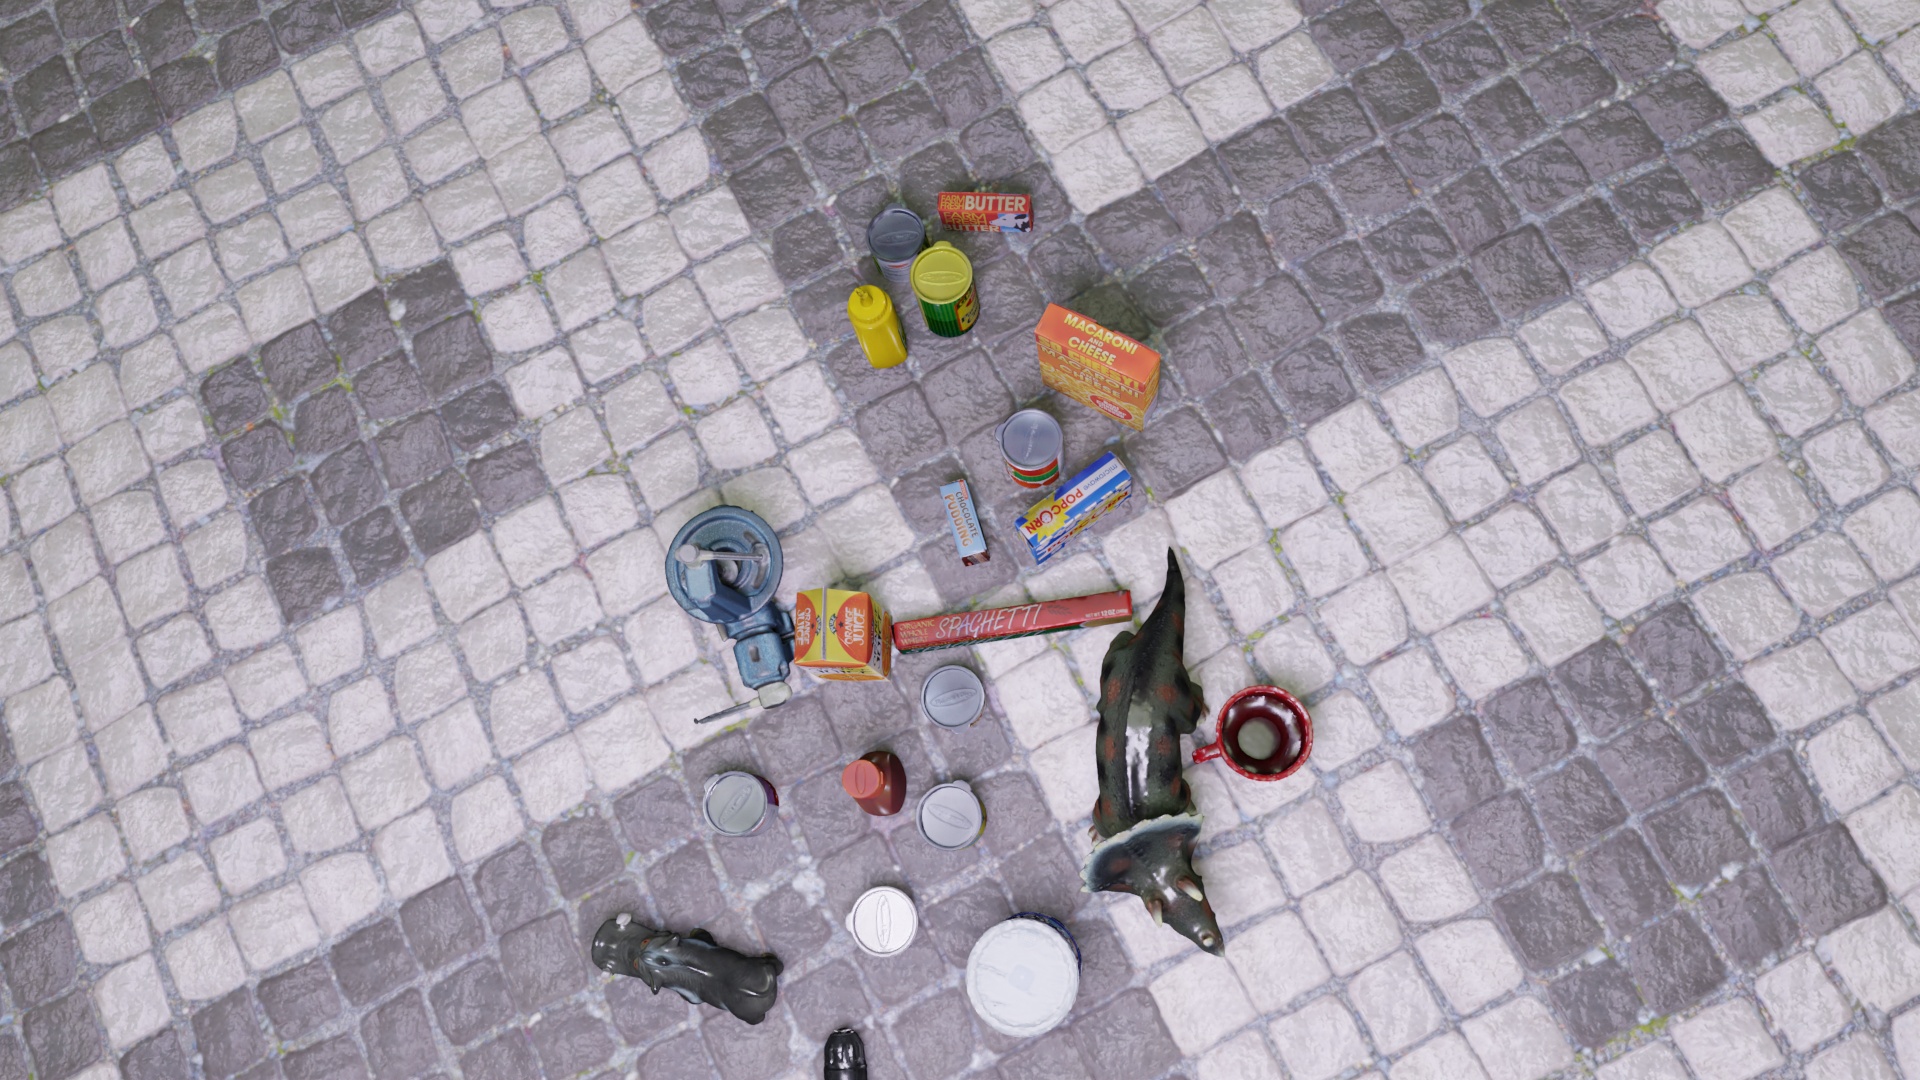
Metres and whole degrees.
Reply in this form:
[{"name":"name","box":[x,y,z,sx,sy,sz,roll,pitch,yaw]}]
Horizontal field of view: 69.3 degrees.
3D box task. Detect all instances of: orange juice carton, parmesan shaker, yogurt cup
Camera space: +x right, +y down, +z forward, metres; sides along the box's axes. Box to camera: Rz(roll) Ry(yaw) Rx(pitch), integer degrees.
[{"name":"orange juice carton","box":[-0.118,0.095,1.382,0.073,0.192,0.072,0,78,6]},{"name":"parmesan shaker","box":[-0.015,-0.270,1.500,0.071,0.103,0.071,-1,78,6]},{"name":"yogurt cup","box":[-0.073,0.379,1.383,0.072,0.054,0.072,-1,77,6]}]

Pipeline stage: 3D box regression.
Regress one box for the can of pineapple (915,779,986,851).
[{"name":"can of pineapple","box":[-0.007,0.277,1.397,0.071,0.057,0.071,-1,77,6]}]

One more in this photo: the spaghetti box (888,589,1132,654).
[{"name":"spaghetti box","box":[0.053,0.085,1.439,0.250,0.050,0.029,-9,77,4]}]

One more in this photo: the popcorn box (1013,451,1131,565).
[{"name":"popcorn box","box":[0.118,-0.032,1.441,0.127,0.085,0.038,-36,76,-3]}]

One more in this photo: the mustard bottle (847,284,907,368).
[{"name":"mustard bottle","box":[-0.090,-0.233,1.470,0.049,0.160,0.065,-16,77,3]}]

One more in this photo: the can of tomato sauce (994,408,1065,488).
[{"name":"can of tomato sauce","box":[0.074,-0.095,1.461,0.071,0.083,0.071,-1,77,6]}]

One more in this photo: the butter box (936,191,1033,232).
[{"name":"butter box","box":[0.028,-0.364,1.543,0.103,0.053,0.024,3,78,7]}]

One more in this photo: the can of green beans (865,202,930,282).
[{"name":"can of green beans","box":[-0.068,-0.328,1.542,0.071,0.057,0.071,-1,77,6]}]

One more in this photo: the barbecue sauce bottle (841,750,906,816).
[{"name":"barbecue sauce bottle","box":[-0.085,0.238,1.368,0.044,0.148,0.065,-4,77,5]}]

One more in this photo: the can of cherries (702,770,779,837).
[{"name":"can of cherries","box":[-0.225,0.268,1.422,0.071,0.058,0.071,-1,77,6]}]

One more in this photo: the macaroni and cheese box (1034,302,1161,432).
[{"name":"macaroni and cheese box","box":[0.142,-0.177,1.429,0.124,0.166,0.040,27,82,11]}]

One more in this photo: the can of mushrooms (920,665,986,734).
[{"name":"can of mushrooms","box":[-0.007,0.166,1.435,0.071,0.033,0.071,-1,77,6]}]

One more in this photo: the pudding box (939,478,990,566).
[{"name":"pudding box","box":[0.005,-0.018,1.468,0.030,0.049,0.084,-17,76,2]}]
